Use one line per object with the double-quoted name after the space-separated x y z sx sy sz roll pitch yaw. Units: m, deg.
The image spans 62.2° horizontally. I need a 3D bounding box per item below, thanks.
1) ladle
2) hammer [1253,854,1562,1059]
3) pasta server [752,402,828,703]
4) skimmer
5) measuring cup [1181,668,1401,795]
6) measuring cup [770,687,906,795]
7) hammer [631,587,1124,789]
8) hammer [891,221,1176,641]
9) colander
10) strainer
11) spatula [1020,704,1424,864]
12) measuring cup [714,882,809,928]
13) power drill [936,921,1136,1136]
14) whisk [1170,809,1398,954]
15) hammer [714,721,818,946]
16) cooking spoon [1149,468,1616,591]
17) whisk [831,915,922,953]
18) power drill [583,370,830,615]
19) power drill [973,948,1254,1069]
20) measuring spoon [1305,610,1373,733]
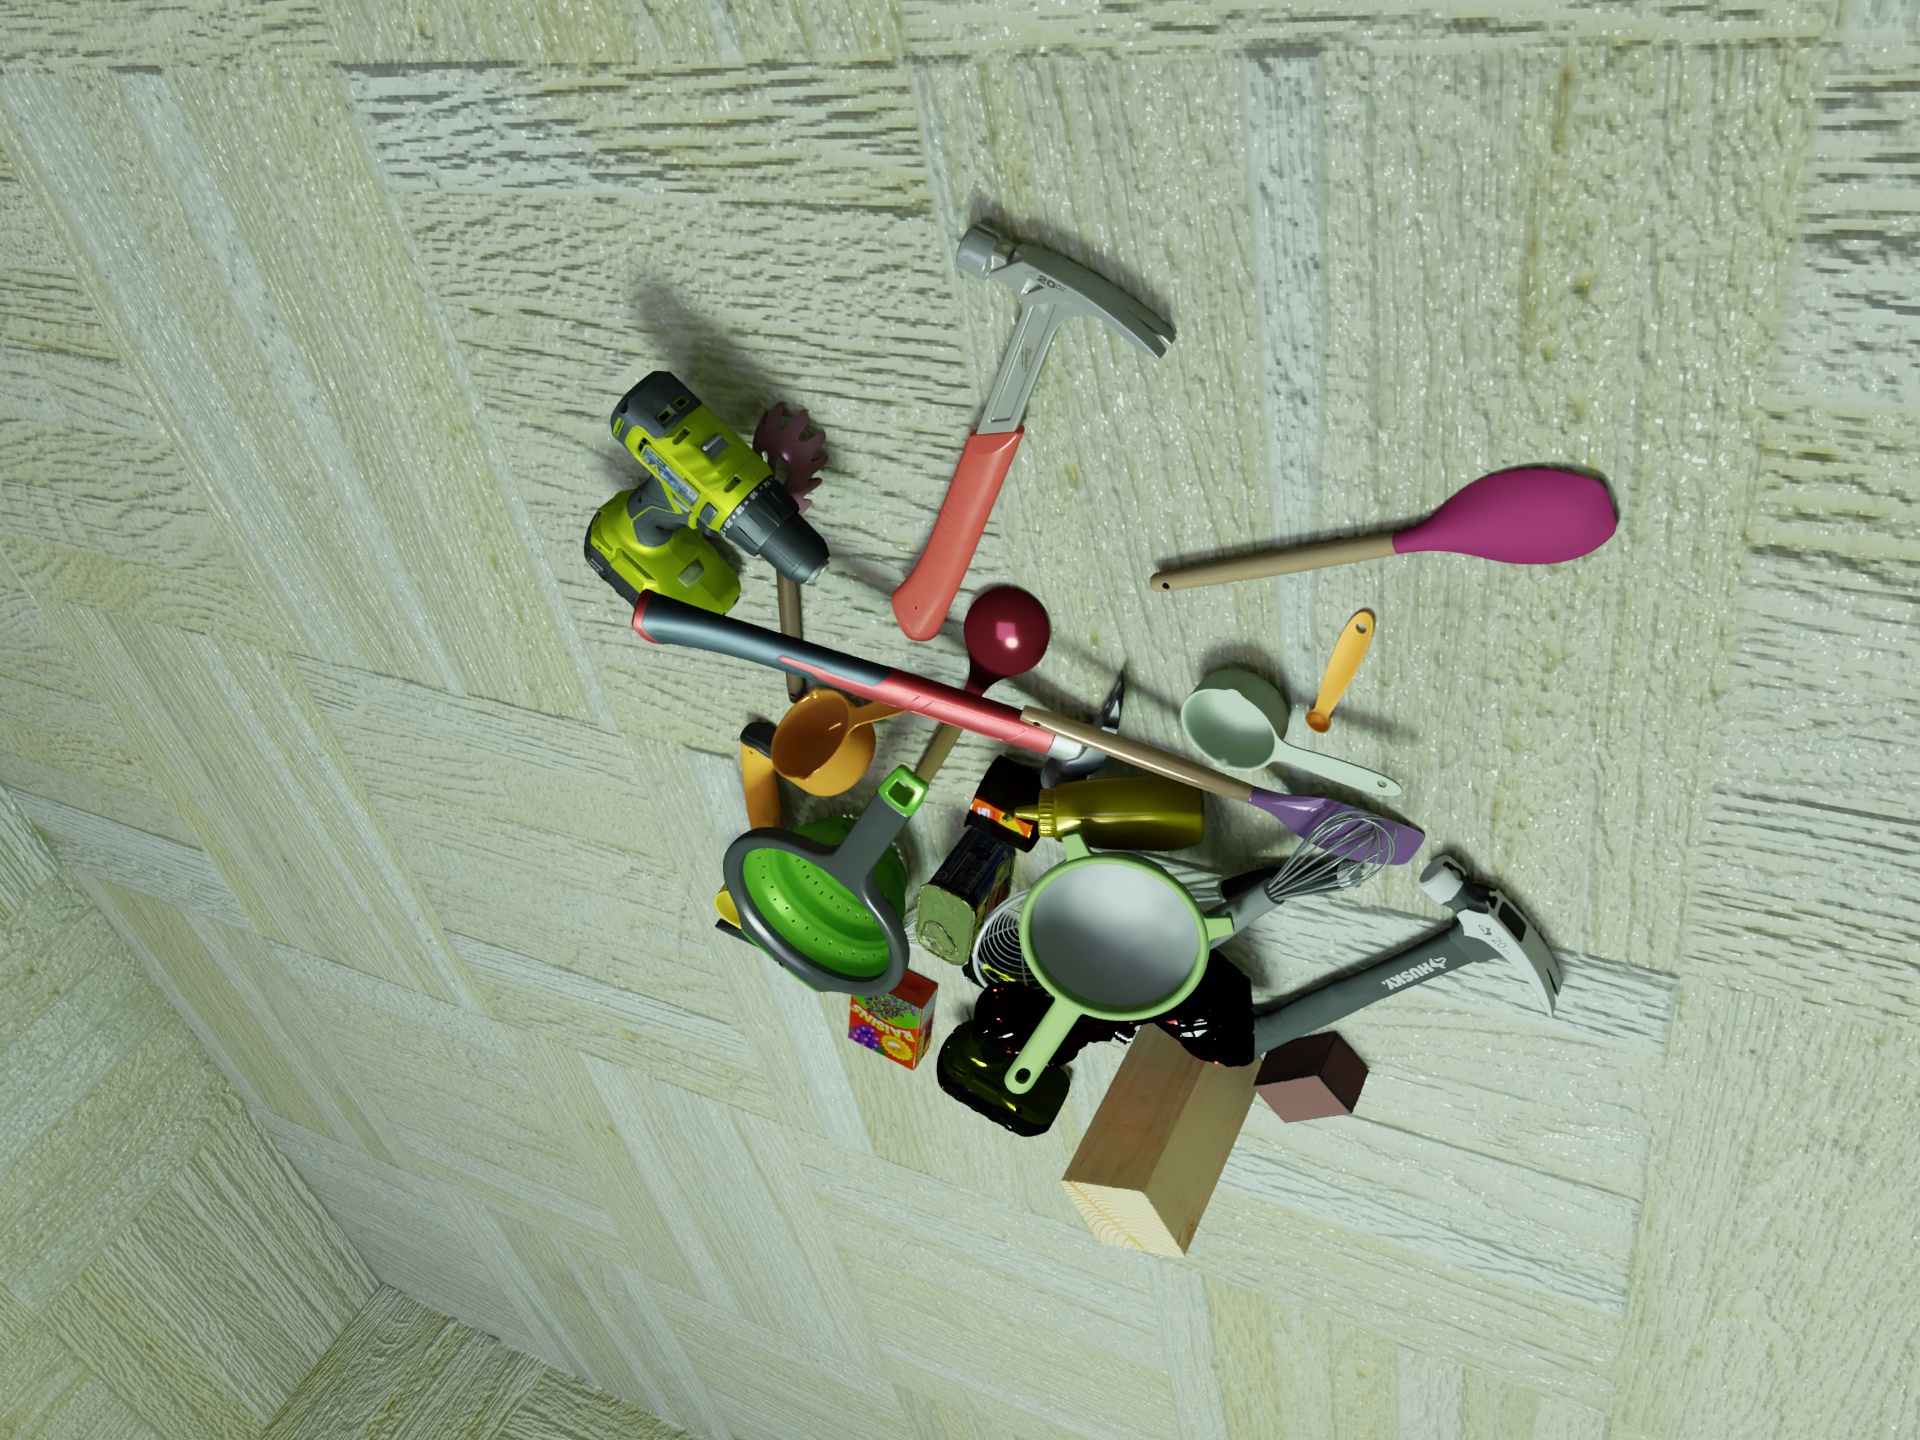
-0.002 -0.004 1.334 0.069 0.031 0.315 34 143 3 "ladle"
0.336 0.223 1.304 0.146 0.035 0.334 41 141 -5 "hammer"
-0.140 -0.124 1.316 0.060 0.040 0.316 23 143 16 "pasta server"
0.167 0.176 1.335 0.363 0.090 0.127 -14 135 42 "skimmer"
0.243 0.012 1.154 0.168 0.038 0.083 21 139 21 "measuring cup"
-0.081 0.011 1.374 0.173 0.095 0.052 -18 141 27 "measuring cup"
-0.065 -0.040 1.245 0.386 0.038 0.143 18 142 -5 "hammer"
0.024 -0.175 1.135 0.149 0.037 0.358 31 140 6 "hammer"
-0.089 0.120 1.451 0.204 0.094 0.397 39 143 2 "colander"
0.104 0.200 1.297 0.151 0.069 0.256 29 119 1 "strainer"
0.195 0.048 1.208 0.316 0.018 0.059 20 140 2 "spatula"
-0.171 0.194 1.611 0.156 0.029 0.062 13 135 7 "measuring cup"
0.069 0.309 1.556 0.171 0.080 0.223 29 137 9 "power drill"
0.242 0.132 1.224 0.055 0.055 0.239 42 134 -7 "whisk"
-0.199 0.125 1.599 0.127 0.034 0.336 20 138 17 "hammer"
0.261 -0.111 1.037 0.319 0.017 0.068 -6 124 39 "cooking spoon"
-0.060 0.215 1.585 0.246 0.057 0.059 -22 78 50 "whisk"
-0.205 -0.151 1.259 0.190 0.080 0.228 44 150 -4 "power drill"
0.137 0.262 1.384 0.220 0.079 0.143 -13 148 26 "power drill"
0.268 -0.034 1.118 0.021 0.011 0.116 36 139 21 "measuring spoon"
